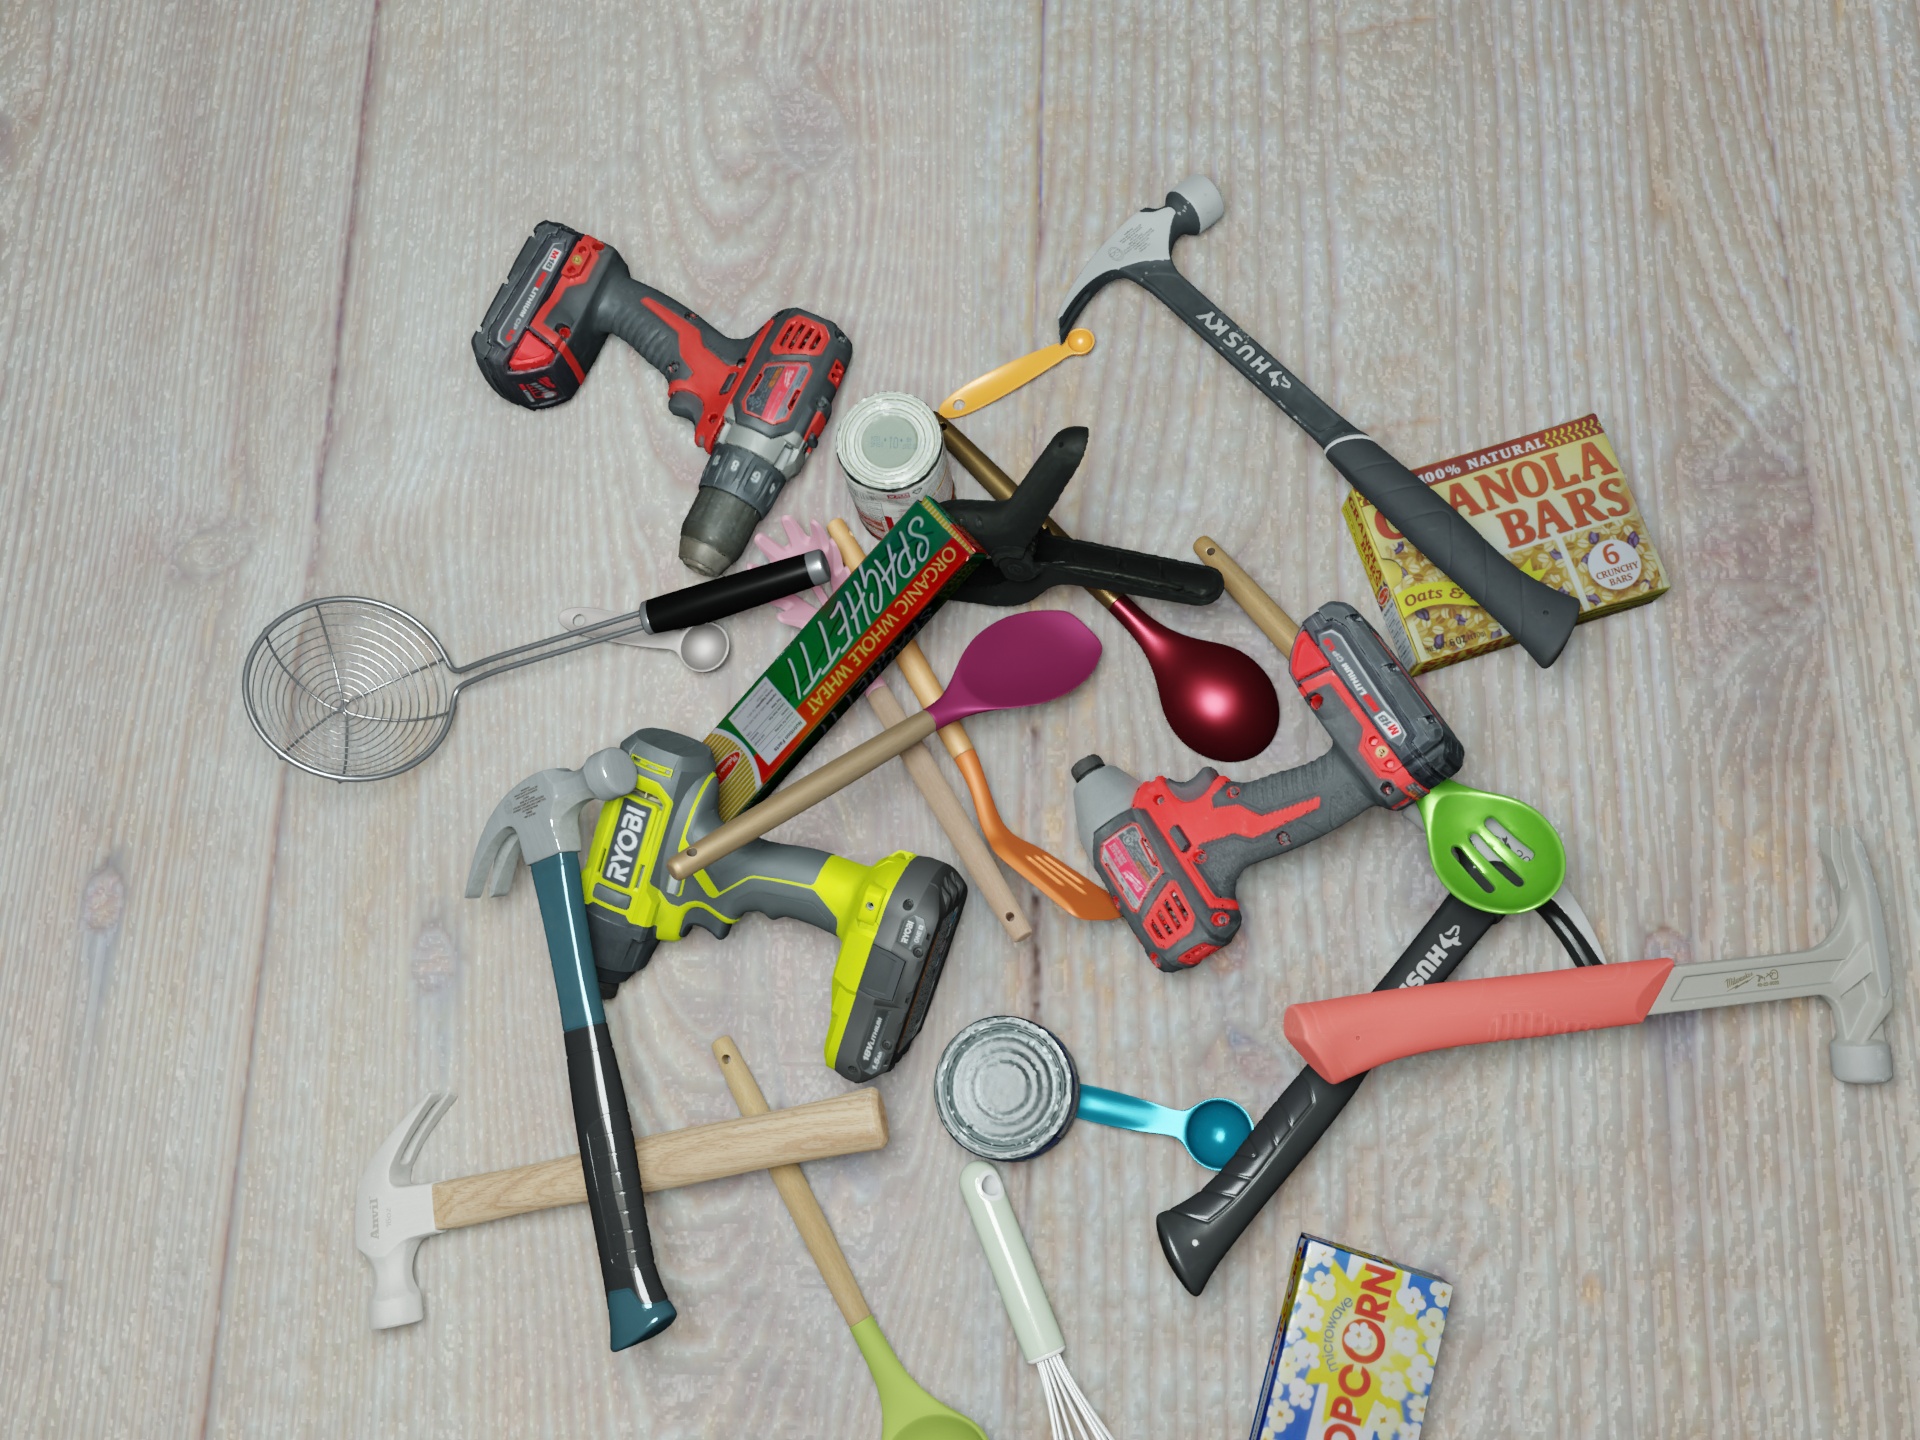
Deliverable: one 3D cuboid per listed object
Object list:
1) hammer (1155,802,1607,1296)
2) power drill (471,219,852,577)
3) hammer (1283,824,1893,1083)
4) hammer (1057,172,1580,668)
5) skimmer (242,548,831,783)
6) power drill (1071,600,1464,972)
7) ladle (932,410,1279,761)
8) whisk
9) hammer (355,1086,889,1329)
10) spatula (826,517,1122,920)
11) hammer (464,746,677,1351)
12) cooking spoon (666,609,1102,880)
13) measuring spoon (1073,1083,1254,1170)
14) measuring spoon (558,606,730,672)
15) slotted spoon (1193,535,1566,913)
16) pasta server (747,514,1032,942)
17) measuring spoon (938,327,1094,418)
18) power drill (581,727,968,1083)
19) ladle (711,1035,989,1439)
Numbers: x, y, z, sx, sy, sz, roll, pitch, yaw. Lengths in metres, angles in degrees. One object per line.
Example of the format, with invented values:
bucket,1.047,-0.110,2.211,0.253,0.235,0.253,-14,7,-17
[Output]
hammer,0.235,0.197,0.930,0.146,0.035,0.335,41,76,12
power drill,-0.205,-0.213,1.058,0.227,0.080,0.188,24,80,6
hammer,0.360,0.149,0.909,0.359,0.036,0.149,-5,84,-8
hammer,0.228,-0.183,1.005,0.149,0.036,0.409,-38,69,-9
skimmer,-0.263,-0.055,0.998,0.363,0.090,0.127,-16,74,8
power drill,0.171,0.035,0.944,0.219,0.078,0.143,-38,65,16
ladle,0.085,-0.095,1.033,0.069,0.031,0.315,-43,76,-2
whisk,0.052,0.373,0.916,0.057,0.059,0.246,-9,68,-36
hammer,-0.205,0.265,0.947,0.331,0.031,0.130,-14,73,7
spatula,-0.002,-0.003,1.006,0.041,0.081,0.323,-37,71,20
hammer,-0.213,0.191,0.918,0.128,0.033,0.331,-20,77,29
cooking spoon,-0.039,0.012,0.950,0.319,0.017,0.069,-31,64,-29
measuring spoon,0.113,0.239,0.958,0.128,0.021,0.042,10,76,16
measuring spoon,-0.208,-0.056,1.052,0.124,0.018,0.034,13,78,14
slotted spoon,0.245,-0.005,0.974,0.070,0.031,0.314,-38,66,0
pasta server,-0.042,0.002,0.990,0.060,0.040,0.316,-34,67,6
measuring spoon,0.038,-0.233,1.078,0.117,0.011,0.021,-27,71,1
power drill,-0.123,0.121,0.960,0.223,0.080,0.171,21,102,11
ladle,-0.073,0.327,0.928,0.078,0.062,0.320,-31,74,1
